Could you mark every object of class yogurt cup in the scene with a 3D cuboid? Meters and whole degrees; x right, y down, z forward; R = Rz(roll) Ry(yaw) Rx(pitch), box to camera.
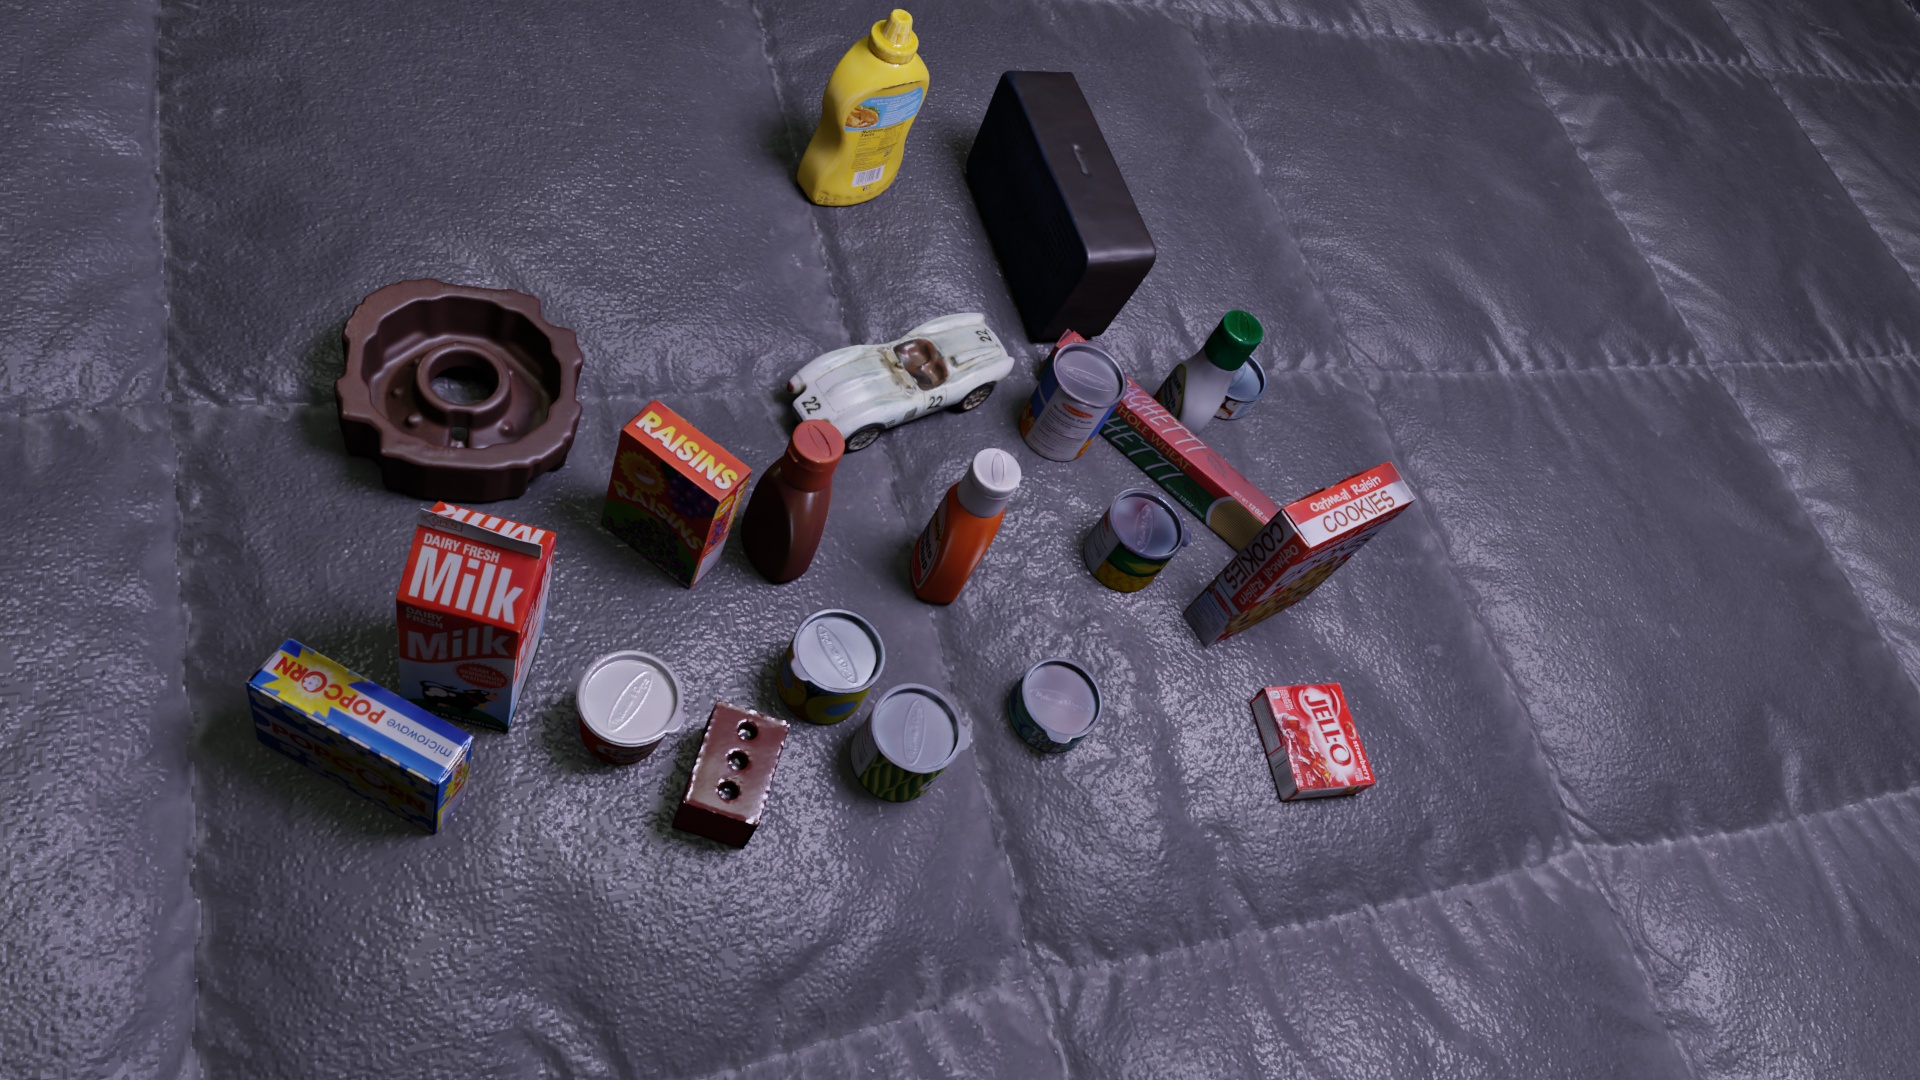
[{"bbox_3d":[-0.221,0.113,0.918,0.072,0.053,0.073,10,56,-15],"label":"yogurt cup"}]

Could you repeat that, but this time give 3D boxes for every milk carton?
[{"bbox_3d":[-0.296,0.041,0.850,0.072,0.189,0.074,17,55,-11],"label":"milk carton"}]

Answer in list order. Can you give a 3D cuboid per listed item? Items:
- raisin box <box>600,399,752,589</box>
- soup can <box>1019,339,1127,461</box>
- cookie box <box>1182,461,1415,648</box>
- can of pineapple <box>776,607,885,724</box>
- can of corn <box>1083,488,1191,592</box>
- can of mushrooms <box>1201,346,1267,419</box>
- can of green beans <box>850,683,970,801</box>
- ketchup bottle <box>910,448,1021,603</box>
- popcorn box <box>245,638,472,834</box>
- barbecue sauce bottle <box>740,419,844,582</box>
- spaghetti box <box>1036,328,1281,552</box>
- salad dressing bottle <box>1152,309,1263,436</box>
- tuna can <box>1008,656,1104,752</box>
[{"bbox_3d":[-0.201,-0.031,0.975,0.086,0.122,0.040,37,53,4],"label":"raisin box"},{"bbox_3d":[0.094,-0.118,1.172,0.071,0.083,0.071,10,56,-15],"label":"soup can"},{"bbox_3d":[0.266,0.012,1.104,0.123,0.166,0.040,-22,69,-31],"label":"cookie box"},{"bbox_3d":[-0.094,0.090,0.981,0.071,0.057,0.071,10,56,-15],"label":"can of pineapple"},{"bbox_3d":[0.143,0.002,1.131,0.071,0.058,0.071,10,56,-15],"label":"can of corn"},{"bbox_3d":[0.245,-0.148,1.281,0.071,0.033,0.071,10,56,-15],"label":"can of mushrooms"},{"bbox_3d":[-0.038,0.142,0.970,0.071,0.057,0.071,10,56,-15],"label":"can of green beans"},{"bbox_3d":[0.004,-0.013,1.028,0.043,0.148,0.065,11,56,-15],"label":"ketchup bottle"},{"bbox_3d":[-0.361,0.120,0.839,0.127,0.084,0.038,29,53,-2],"label":"popcorn box"},{"bbox_3d":[-0.119,-0.030,0.991,0.044,0.147,0.065,-21,69,-31],"label":"barbecue sauce bottle"},{"bbox_3d":[0.171,-0.084,1.201,0.250,0.050,0.029,42,54,7],"label":"spaghetti box"},{"bbox_3d":[0.209,-0.138,1.190,0.044,0.147,0.064,10,56,-16],"label":"salad dressing bottle"},{"bbox_3d":[0.071,0.125,1.039,0.071,0.032,0.071,10,56,-15],"label":"tuna can"}]
